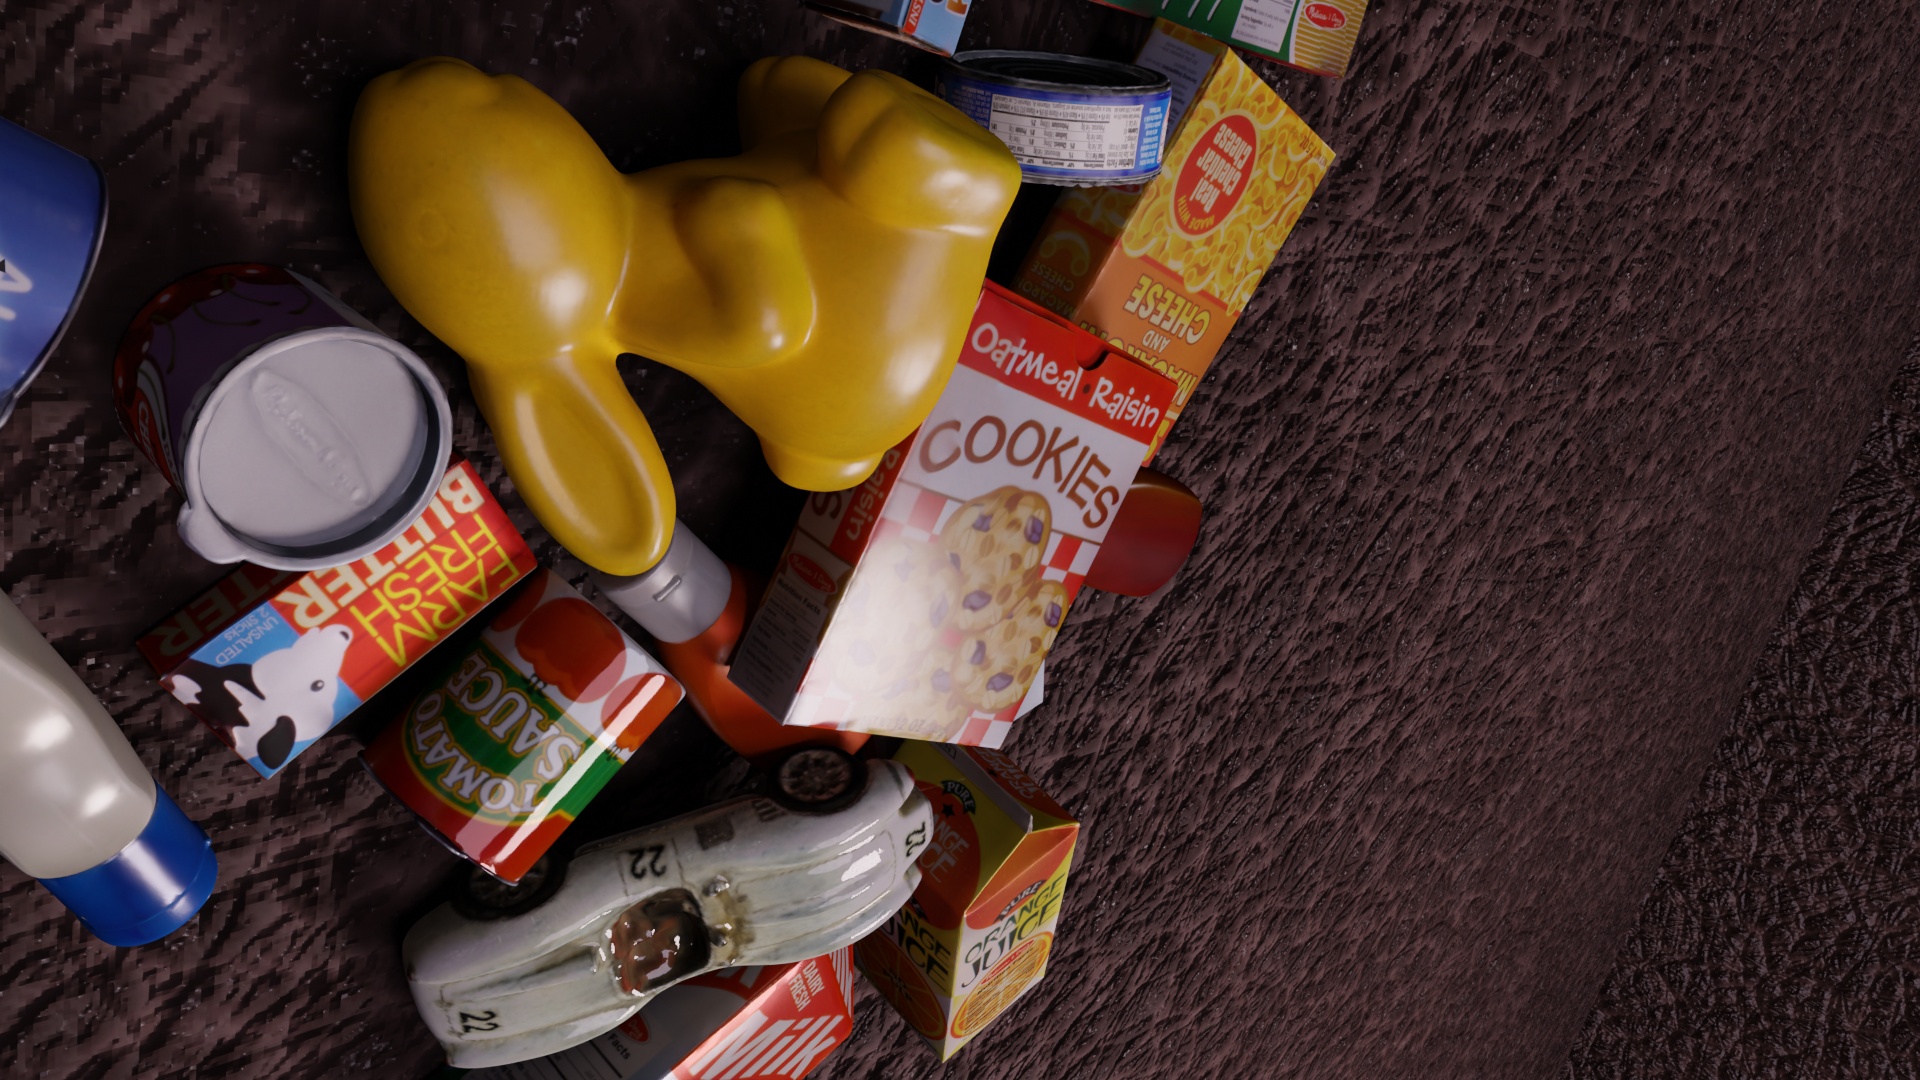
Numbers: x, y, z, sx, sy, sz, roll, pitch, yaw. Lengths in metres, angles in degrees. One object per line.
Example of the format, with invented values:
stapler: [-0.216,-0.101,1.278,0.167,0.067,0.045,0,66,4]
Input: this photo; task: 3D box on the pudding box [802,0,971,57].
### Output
pudding box: [-0.014,-0.204,0.445,0.030,0.050,0.083,3,112,-50]

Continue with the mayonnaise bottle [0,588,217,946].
mayonnaise bottle: [-0.240,0.050,0.350,0.041,0.065,0.147,-38,141,-27]

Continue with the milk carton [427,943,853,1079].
milk carton: [-0.113,0.202,0.579,0.191,0.073,0.072,-37,137,-27]

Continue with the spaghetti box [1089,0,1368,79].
spaghetti box: [0.090,-0.232,0.559,0.251,0.029,0.050,-7,118,-46]

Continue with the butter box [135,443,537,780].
butter box: [-0.184,0.019,0.420,0.104,0.024,0.053,-42,140,-21]

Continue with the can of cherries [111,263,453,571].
can of cherries: [-0.180,-0.032,0.364,0.072,0.058,0.071,-28,134,-34]

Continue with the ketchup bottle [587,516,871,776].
ketchup bottle: [-0.084,0.040,0.530,0.065,0.043,0.148,-43,140,-6]

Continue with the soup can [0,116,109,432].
soup can: [-0.231,-0.066,0.276,0.083,0.071,0.071,29,91,-52]

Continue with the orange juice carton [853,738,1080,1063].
orange juice carton: [0.000,0.157,0.647,0.073,0.072,0.191,-32,147,-30]

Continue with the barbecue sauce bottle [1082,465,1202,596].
barbecue sauce bottle: [0.055,-0.012,0.652,0.148,0.044,0.064,13,111,-50]

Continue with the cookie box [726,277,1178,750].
cookie box: [0.002,-0.007,0.520,0.123,0.040,0.167,17,102,-48]

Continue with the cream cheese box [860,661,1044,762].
cream cheese box: [-0.003,0.076,0.660,0.104,0.024,0.053,-30,135,-33]

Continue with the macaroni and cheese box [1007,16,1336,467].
macaroni and cheese box: [0.082,-0.117,0.594,0.124,0.040,0.166,11,112,-56]

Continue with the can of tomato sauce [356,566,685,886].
can of tomato sauce: [-0.142,0.060,0.458,0.083,0.071,0.071,-49,141,-14]
